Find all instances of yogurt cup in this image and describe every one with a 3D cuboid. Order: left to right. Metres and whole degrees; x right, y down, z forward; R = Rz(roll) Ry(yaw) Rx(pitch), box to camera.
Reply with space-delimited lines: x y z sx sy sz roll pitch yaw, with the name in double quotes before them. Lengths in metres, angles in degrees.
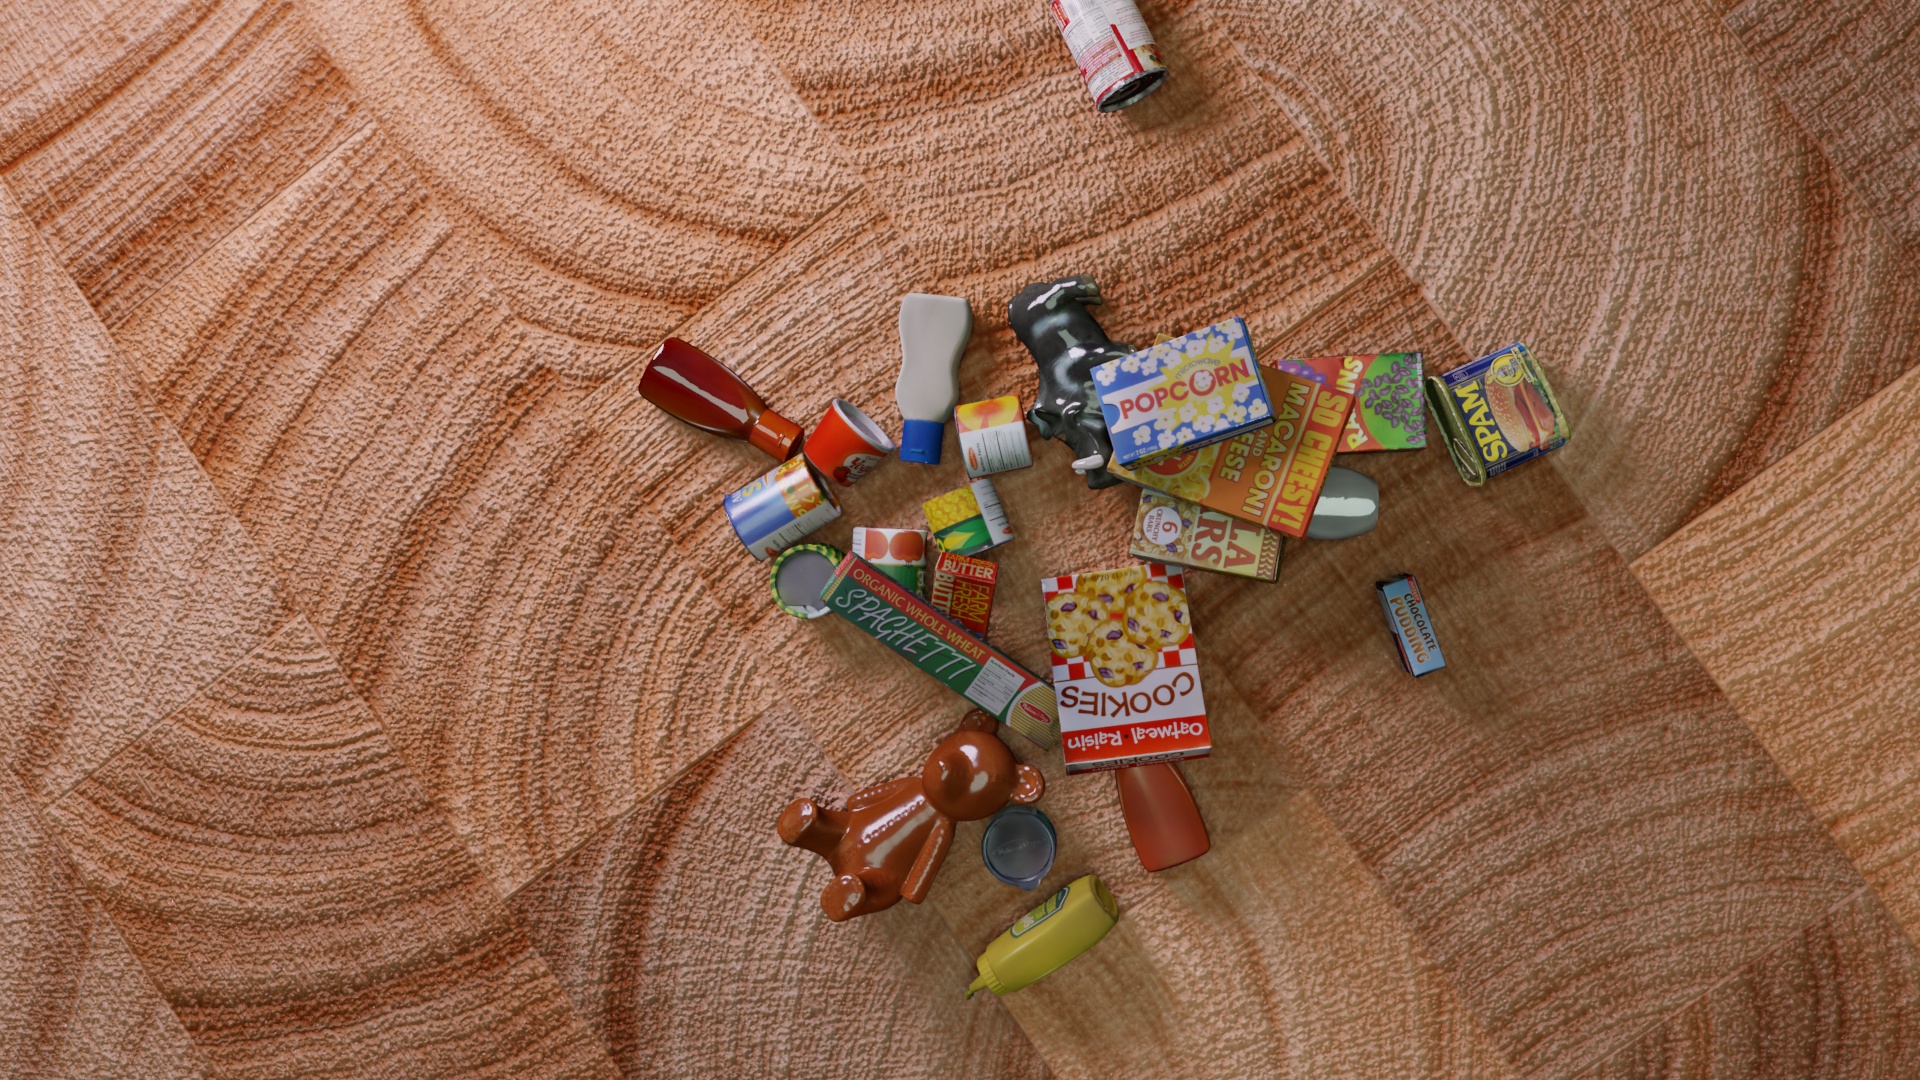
"yogurt cup" -0.102 -0.084 1.229 0.072 0.072 0.054 44 103 4

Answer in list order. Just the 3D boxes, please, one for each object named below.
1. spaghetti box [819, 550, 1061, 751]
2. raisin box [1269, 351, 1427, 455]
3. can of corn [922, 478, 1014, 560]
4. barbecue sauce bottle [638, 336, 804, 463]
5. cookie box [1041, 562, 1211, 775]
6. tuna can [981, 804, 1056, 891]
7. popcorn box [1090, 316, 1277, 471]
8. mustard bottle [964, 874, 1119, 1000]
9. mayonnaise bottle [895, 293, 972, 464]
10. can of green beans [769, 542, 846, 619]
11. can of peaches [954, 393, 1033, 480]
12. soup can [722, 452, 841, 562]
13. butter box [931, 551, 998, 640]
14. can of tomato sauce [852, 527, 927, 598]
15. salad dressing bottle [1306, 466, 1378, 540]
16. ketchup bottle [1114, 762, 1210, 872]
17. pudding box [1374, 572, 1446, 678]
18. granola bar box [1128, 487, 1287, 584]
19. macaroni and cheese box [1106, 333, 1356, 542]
"spaghetti box" -0.009 0.096 1.191 0.250 0.029 0.050 35 92 -18
"raisin box" 0.333 -0.117 1.196 0.123 0.040 0.086 -3 91 5
"can of corn" 0.004 -0.015 1.217 0.071 0.071 0.058 -22 88 6
"barbecue sauce bottle" -0.212 -0.121 1.249 0.148 0.044 0.065 30 94 4
"cookie box" 0.140 0.109 1.189 0.123 0.040 0.168 -8 68 5
"tuna can" 0.053 0.272 1.231 0.071 0.033 0.071 0 91 6
"popcorn box" 0.177 -0.115 1.104 0.126 0.038 0.085 -18 78 15
"mustard bottle" 0.064 0.356 1.216 0.160 0.065 0.049 -37 91 9
"mayonnaise bottle" -0.028 -0.142 1.232 0.065 0.041 0.148 7 92 9
"can of green beans" -0.131 0.035 1.235 0.071 0.058 0.071 0 91 6
"can of peaches" 0.030 -0.092 1.215 0.058 0.071 0.071 -11 90 6
"soup can" -0.159 -0.032 1.233 0.084 0.071 0.071 -31 88 5
"butter box" 0.001 0.057 1.207 0.053 0.024 0.103 13 135 4
"can of tomato sauce" -0.061 0.031 1.224 0.071 0.071 0.083 3 91 6
"salad dressing bottle" 0.282 -0.034 1.200 0.148 0.044 0.064 3 84 8
"ketchup bottle" 0.164 0.210 1.213 0.065 0.043 0.149 -21 88 5
"pudding box" 0.384 0.072 1.187 0.030 0.050 0.083 -19 88 8
"granola bar box" 0.220 -0.056 1.168 0.124 0.039 0.165 11 87 19
"macaroni and cheese box" 0.220 -0.084 1.129 0.166 0.040 0.123 21 90 19
